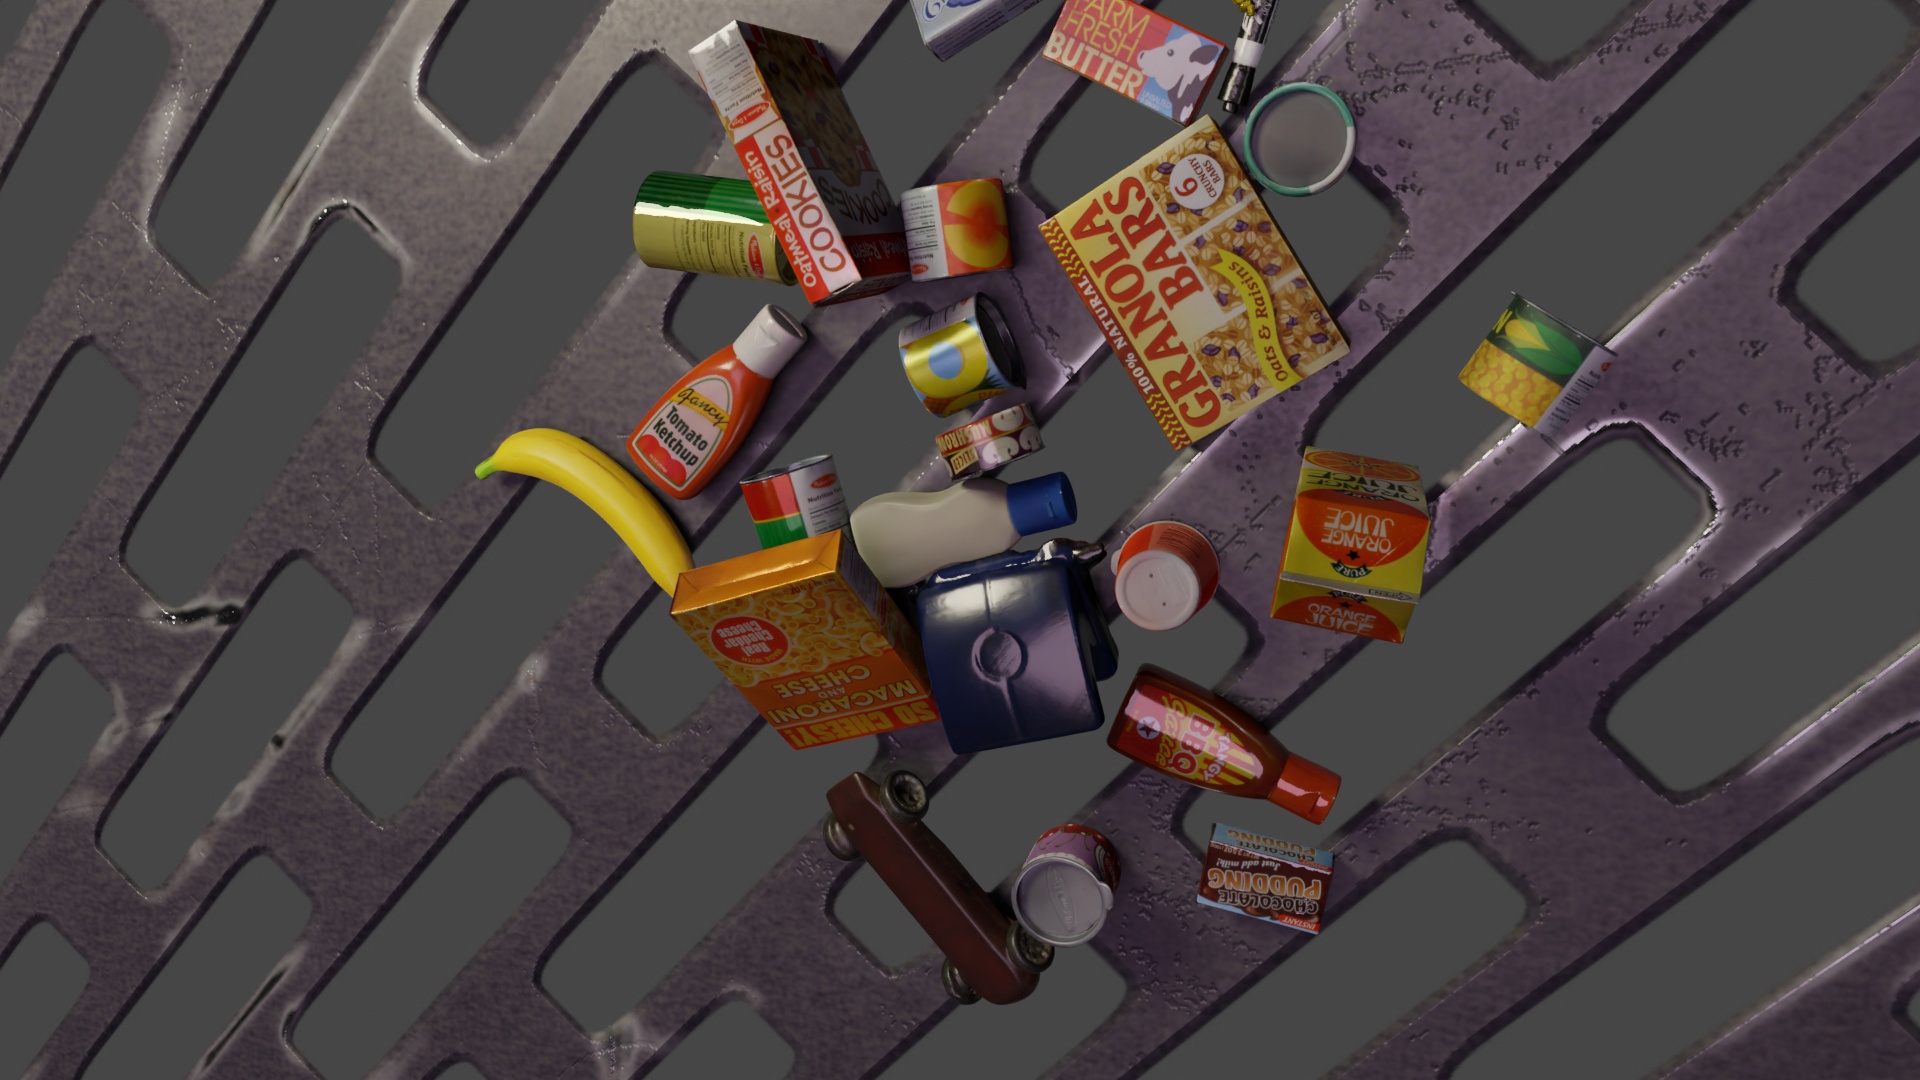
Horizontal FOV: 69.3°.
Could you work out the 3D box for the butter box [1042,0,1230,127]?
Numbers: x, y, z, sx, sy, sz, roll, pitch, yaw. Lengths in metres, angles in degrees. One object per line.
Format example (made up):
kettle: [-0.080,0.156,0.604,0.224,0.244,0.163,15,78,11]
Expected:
butter box: [0.106,-0.298,0.847,0.103,0.024,0.053,29,109,8]

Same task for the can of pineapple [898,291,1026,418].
can of pineapple: [0.001,-0.117,0.897,0.058,0.071,0.071,-21,96,20]

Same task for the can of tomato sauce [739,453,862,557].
can of tomato sauce: [-0.109,-0.010,0.955,0.071,0.071,0.083,-13,99,19]

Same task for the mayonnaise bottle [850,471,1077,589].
mayonnaise bottle: [0.003,-0.012,0.935,0.148,0.041,0.064,-13,106,17]

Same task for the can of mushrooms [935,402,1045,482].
can of mushrooms: [0.018,-0.063,0.902,0.071,0.071,0.033,-18,95,20]

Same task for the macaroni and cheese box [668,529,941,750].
macaroni and cheese box: [-0.097,0.071,0.937,0.123,0.040,0.165,-15,135,20]

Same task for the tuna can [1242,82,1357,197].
tuna can: [0.200,-0.240,0.828,0.071,0.033,0.071,4,104,15]

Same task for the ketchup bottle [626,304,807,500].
ketchup bottle: [-0.165,-0.099,0.963,0.065,0.044,0.148,45,110,3]

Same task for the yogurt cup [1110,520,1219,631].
yogurt cup: [0.131,0.025,0.898,0.072,0.054,0.072,4,104,15]

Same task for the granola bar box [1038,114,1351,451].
granola bar box: [0.145,-0.157,0.860,0.124,0.039,0.165,-31,93,20]

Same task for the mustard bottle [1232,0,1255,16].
mustard bottle: [0.134,-0.377,0.808,0.065,0.049,0.160,-23,96,20]

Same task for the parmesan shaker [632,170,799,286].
parmesan shaker: [-0.156,-0.211,0.921,0.103,0.071,0.071,10,105,15]

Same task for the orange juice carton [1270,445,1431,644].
orange juice carton: [0.222,0.003,0.792,0.072,0.193,0.072,12,107,13]

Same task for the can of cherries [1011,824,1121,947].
can of cherries: [0.077,0.238,0.961,0.071,0.058,0.071,4,103,16]

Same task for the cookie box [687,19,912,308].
cookie box: [-0.091,-0.232,0.868,0.040,0.123,0.167,-24,95,21]

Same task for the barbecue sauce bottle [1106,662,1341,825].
barbecue sauce bottle: [0.175,0.139,0.917,0.148,0.044,0.064,25,108,9]

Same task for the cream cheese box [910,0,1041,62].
cream cheese box: [0.020,-0.343,0.850,0.103,0.024,0.053,-25,61,20]

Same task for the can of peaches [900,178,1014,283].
can of peaches: [0.000,-0.197,0.881,0.071,0.071,0.058,-5,101,18]

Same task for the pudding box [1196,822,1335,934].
pudding box: [0.205,0.227,0.935,0.084,0.030,0.049,13,107,13]

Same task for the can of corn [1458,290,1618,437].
can of corn: [0.331,-0.102,0.804,0.071,0.071,0.058,33,110,7]
